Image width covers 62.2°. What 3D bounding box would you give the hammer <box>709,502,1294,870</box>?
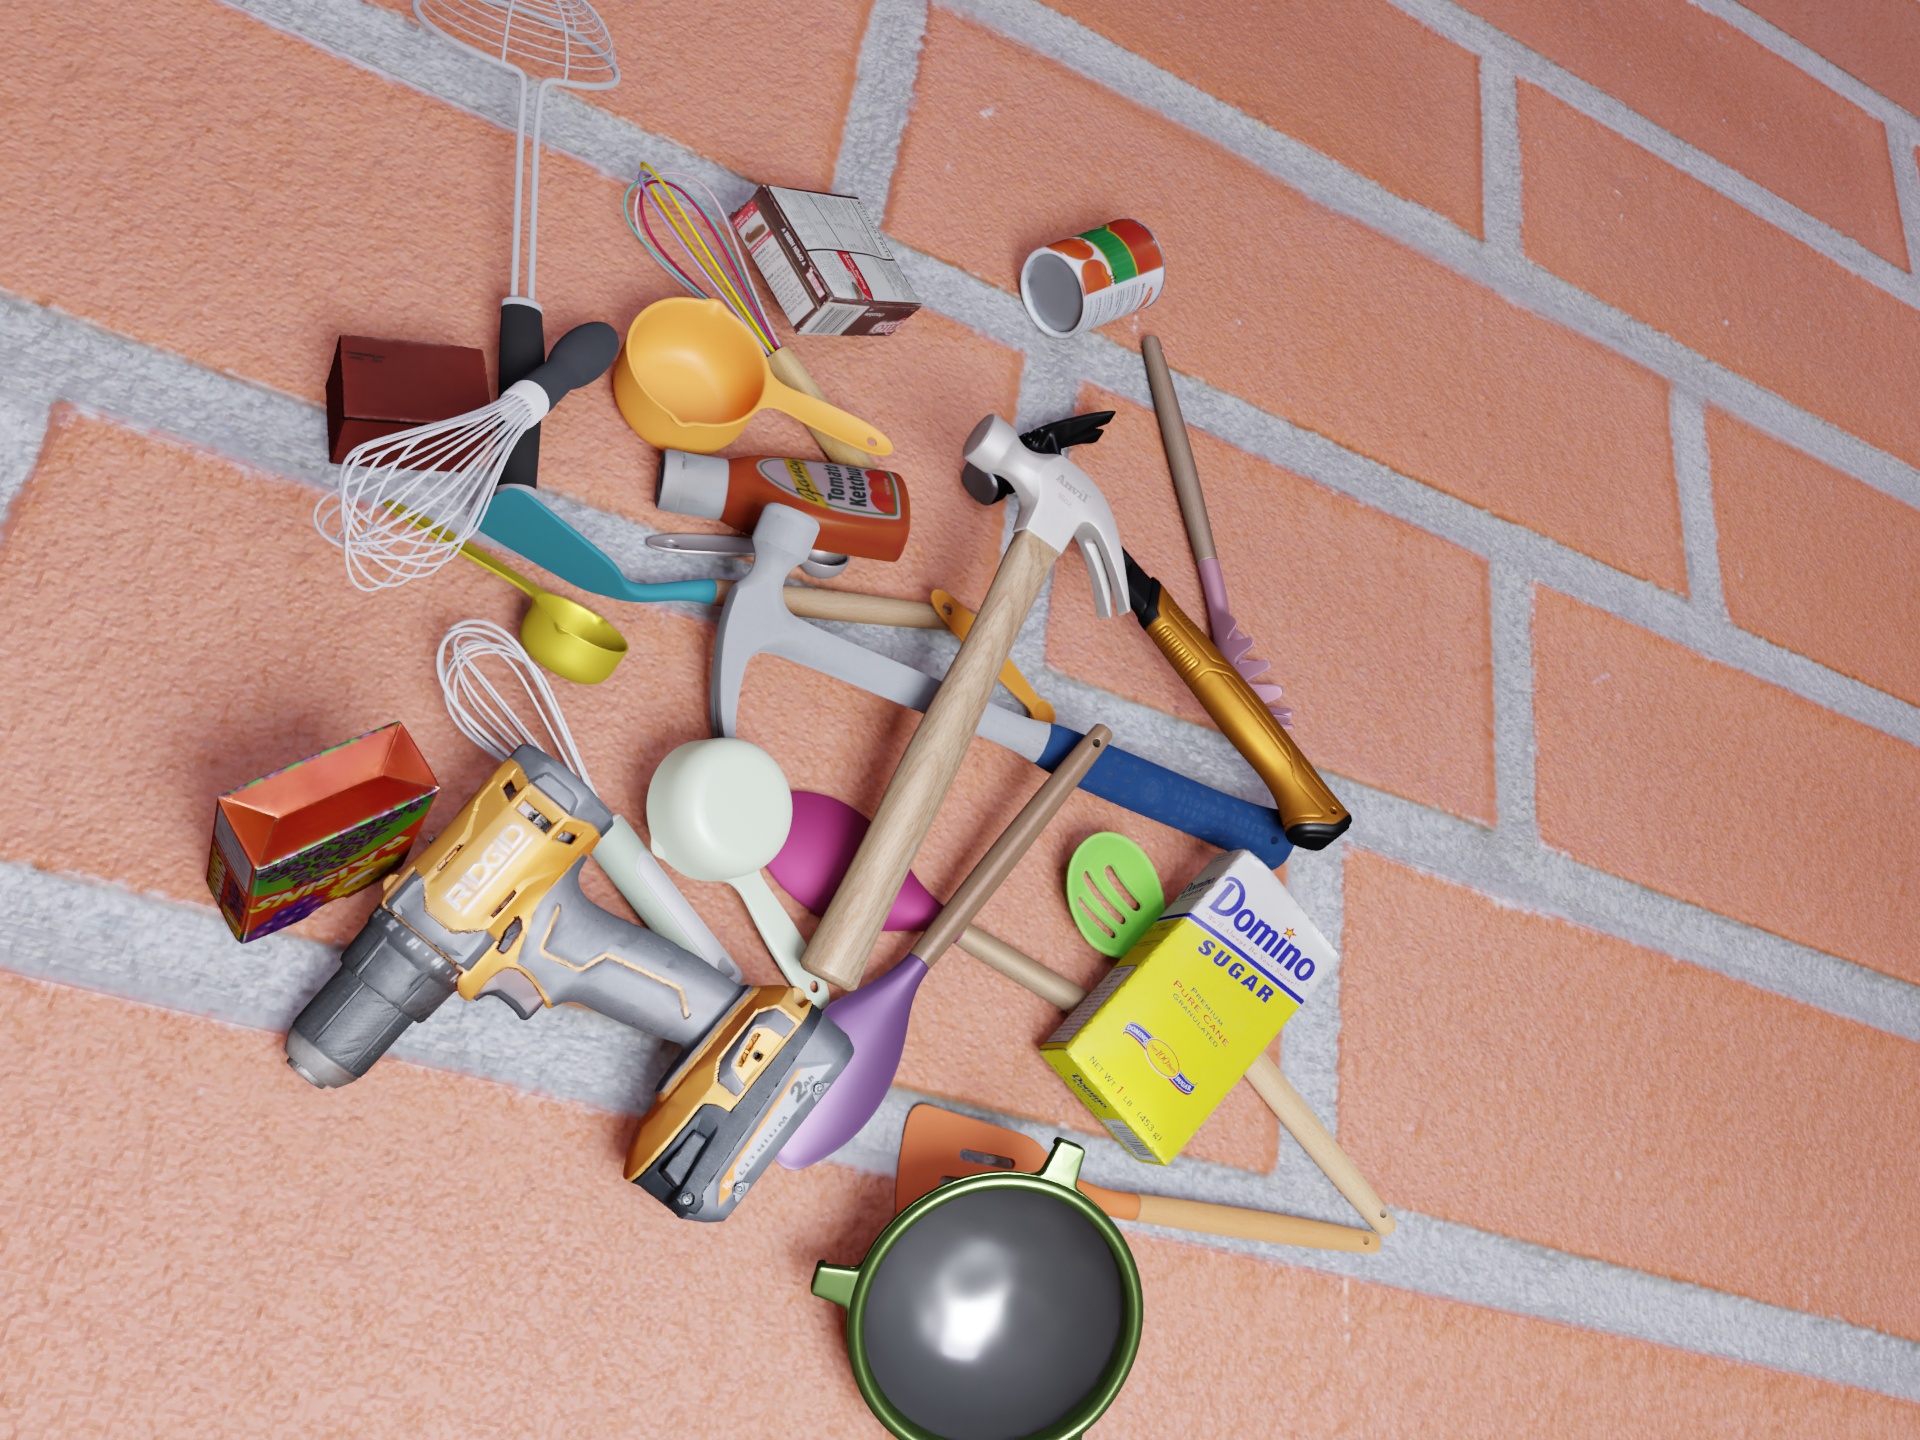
[{"bbox_3d":[0.037,0.015,0.964,0.405,0.035,0.144,23,87,-24],"label":"hammer"}]

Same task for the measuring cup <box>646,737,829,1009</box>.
[{"bbox_3d":[-0.103,0.085,0.852,0.083,0.038,0.167,-39,107,-40],"label":"measuring cup"}]

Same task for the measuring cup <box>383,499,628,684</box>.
[{"bbox_3d":[-0.253,-0.069,0.865,0.156,0.062,0.029,32,102,2],"label":"measuring cup"}]

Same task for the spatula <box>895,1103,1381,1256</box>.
[{"bbox_3d":[0.114,0.284,0.921,0.322,0.041,0.081,17,64,-26],"label":"spatula"}]

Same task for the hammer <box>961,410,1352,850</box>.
[{"bbox_3d":[0.144,-0.060,1.040,0.127,0.034,0.337,-27,74,-34],"label":"hammer"}]

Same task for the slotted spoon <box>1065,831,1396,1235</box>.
[{"bbox_3d":[0.168,0.198,0.983,0.070,0.031,0.313,-41,94,-30],"label":"slotted spoon"}]

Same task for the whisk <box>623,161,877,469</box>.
[{"bbox_3d":[-0.131,-0.248,1.000,0.051,0.047,0.245,-38,93,-36],"label":"whisk"}]

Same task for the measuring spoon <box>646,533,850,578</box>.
[{"bbox_3d":[-0.127,-0.098,0.955,0.124,0.018,0.034,2,36,-21],"label":"measuring spoon"}]

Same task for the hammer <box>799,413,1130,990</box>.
[{"bbox_3d":[-0.001,-0.003,0.899,0.130,0.031,0.331,32,73,-23],"label":"hammer"}]

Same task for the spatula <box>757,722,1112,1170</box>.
[{"bbox_3d":[-0.006,0.118,0.899,0.059,0.018,0.316,43,68,-8],"label":"spatula"}]

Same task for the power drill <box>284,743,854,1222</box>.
[{"bbox_3d":[-0.189,0.149,0.772,0.226,0.084,0.185,42,72,-6],"label":"power drill"}]

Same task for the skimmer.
[{"bbox_3d":[-0.268,-0.293,0.952,0.127,0.090,0.363,5,77,-31],"label":"skimmer"}]

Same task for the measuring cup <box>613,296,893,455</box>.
[{"bbox_3d":[-0.128,-0.189,0.971,0.173,0.052,0.095,21,61,-22],"label":"measuring cup"}]

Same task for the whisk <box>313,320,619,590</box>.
[{"bbox_3d":[-0.241,-0.150,0.824,0.070,0.070,0.285,37,34,-10],"label":"whisk"}]

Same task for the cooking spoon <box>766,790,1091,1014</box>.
[{"bbox_3d":[0.021,0.136,0.933,0.318,0.017,0.069,32,59,-13],"label":"cooking spoon"}]

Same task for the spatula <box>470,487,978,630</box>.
[{"bbox_3d":[-0.121,-0.084,0.931,0.317,0.082,0.044,5,79,-32],"label":"spatula"}]

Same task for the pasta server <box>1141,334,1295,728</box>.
[{"bbox_3d":[0.176,-0.138,1.121,0.060,0.040,0.316,38,38,-65],"label":"pasta server"}]

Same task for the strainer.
[{"bbox_3d":[0.035,0.345,0.827,0.151,0.069,0.256,-26,98,-8],"label":"strainer"}]

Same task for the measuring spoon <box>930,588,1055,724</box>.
[{"bbox_3d":[0.019,-0.037,0.999,0.116,0.011,0.021,47,51,-15],"label":"measuring spoon"}]

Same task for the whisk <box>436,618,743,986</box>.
[{"bbox_3d":[-0.193,0.050,0.839,0.246,0.059,0.058,53,28,-4],"label":"whisk"}]
